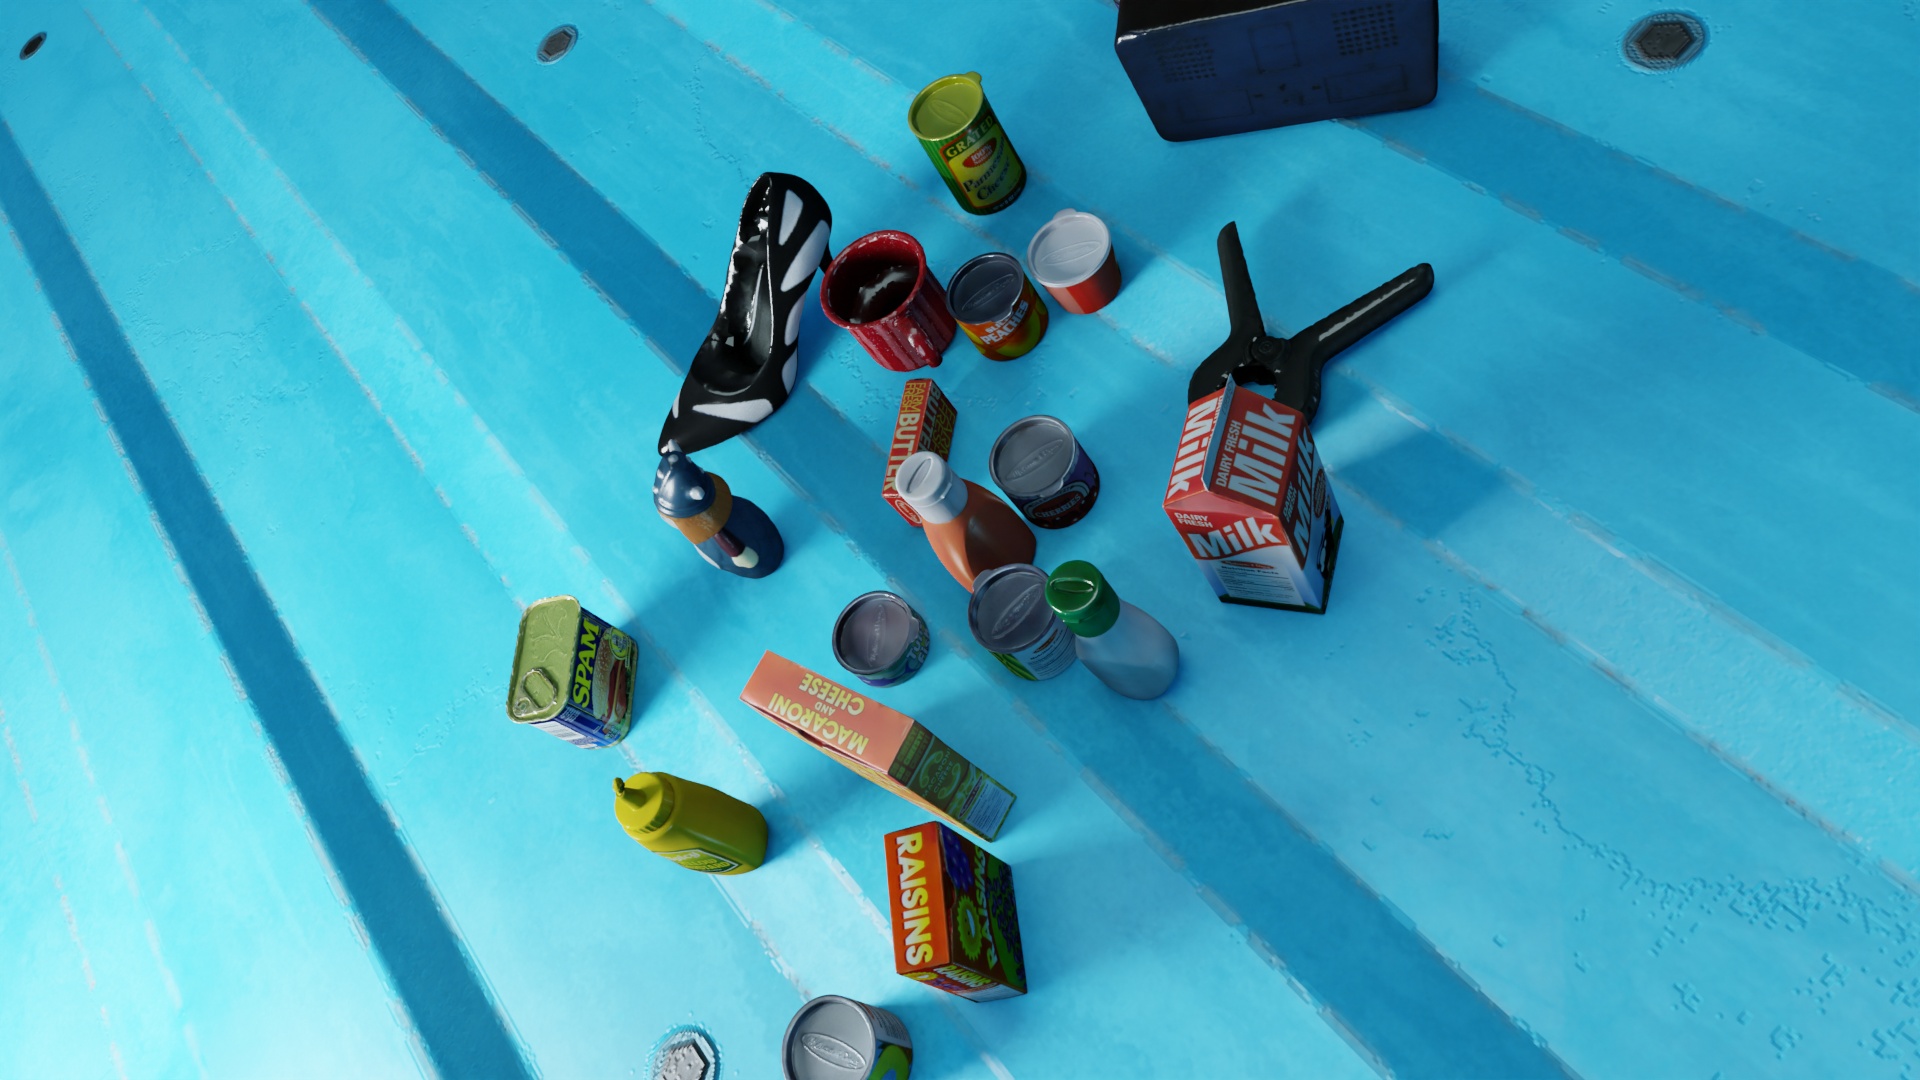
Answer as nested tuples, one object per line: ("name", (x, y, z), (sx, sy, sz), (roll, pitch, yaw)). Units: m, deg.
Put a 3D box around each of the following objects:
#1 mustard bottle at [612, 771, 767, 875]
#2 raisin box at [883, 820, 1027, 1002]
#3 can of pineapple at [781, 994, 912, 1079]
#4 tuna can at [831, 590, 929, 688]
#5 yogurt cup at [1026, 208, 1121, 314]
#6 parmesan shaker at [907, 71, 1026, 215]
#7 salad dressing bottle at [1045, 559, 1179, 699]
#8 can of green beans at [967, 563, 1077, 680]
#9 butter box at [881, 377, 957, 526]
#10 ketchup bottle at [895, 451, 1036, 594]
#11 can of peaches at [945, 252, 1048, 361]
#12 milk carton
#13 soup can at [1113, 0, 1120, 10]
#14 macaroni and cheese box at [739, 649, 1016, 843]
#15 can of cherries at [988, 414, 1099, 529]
("mustard bottle", (-0.192, 0.190, 0.944), (0.065, 0.160, 0.049), (-10, 62, 21))
("raisin box", (-0.002, 0.231, 0.855), (0.040, 0.123, 0.086), (-17, 59, 17))
("can of pineapple", (-0.072, 0.327, 0.879), (0.071, 0.057, 0.071), (-11, 61, 20))
("tuna can", (-0.056, 0.073, 1.017), (0.071, 0.032, 0.071), (-11, 61, 20))
("yogurt cup", (0.092, -0.213, 1.082), (0.072, 0.054, 0.072), (-11, 61, 20))
("parmesan shaker", (0.010, -0.327, 1.150), (0.071, 0.103, 0.071), (-11, 61, 21))
("salad dressing bottle", (0.096, 0.058, 0.883), (0.064, 0.147, 0.044), (4, 67, 27))
("can of green beans", (0.046, 0.057, 0.962), (0.071, 0.057, 0.071), (-11, 61, 20))
("butter box", (-0.031, -0.068, 1.066), (0.024, 0.053, 0.104), (-1, 65, 25))
("ketchup bottle", (0.003, -0.012, 0.962), (0.043, 0.148, 0.065), (24, 77, 33))
("can of peaches", (0.030, -0.181, 1.092), (0.071, 0.058, 0.071), (-11, 61, 20))
("milk carton", (0.181, -0.025, 0.860), (0.073, 0.190, 0.072), (6, 68, 28))
("soup can", (0.166, -0.430, 1.141), (0.071, 0.083, 0.071), (-11, 61, 20))
("macaroni and cheese box", (-0.050, 0.136, 0.901), (0.124, 0.166, 0.040), (21, 76, 32))
("can of cherries", (0.062, -0.047, 1.007), (0.071, 0.058, 0.072), (-11, 61, 20))
